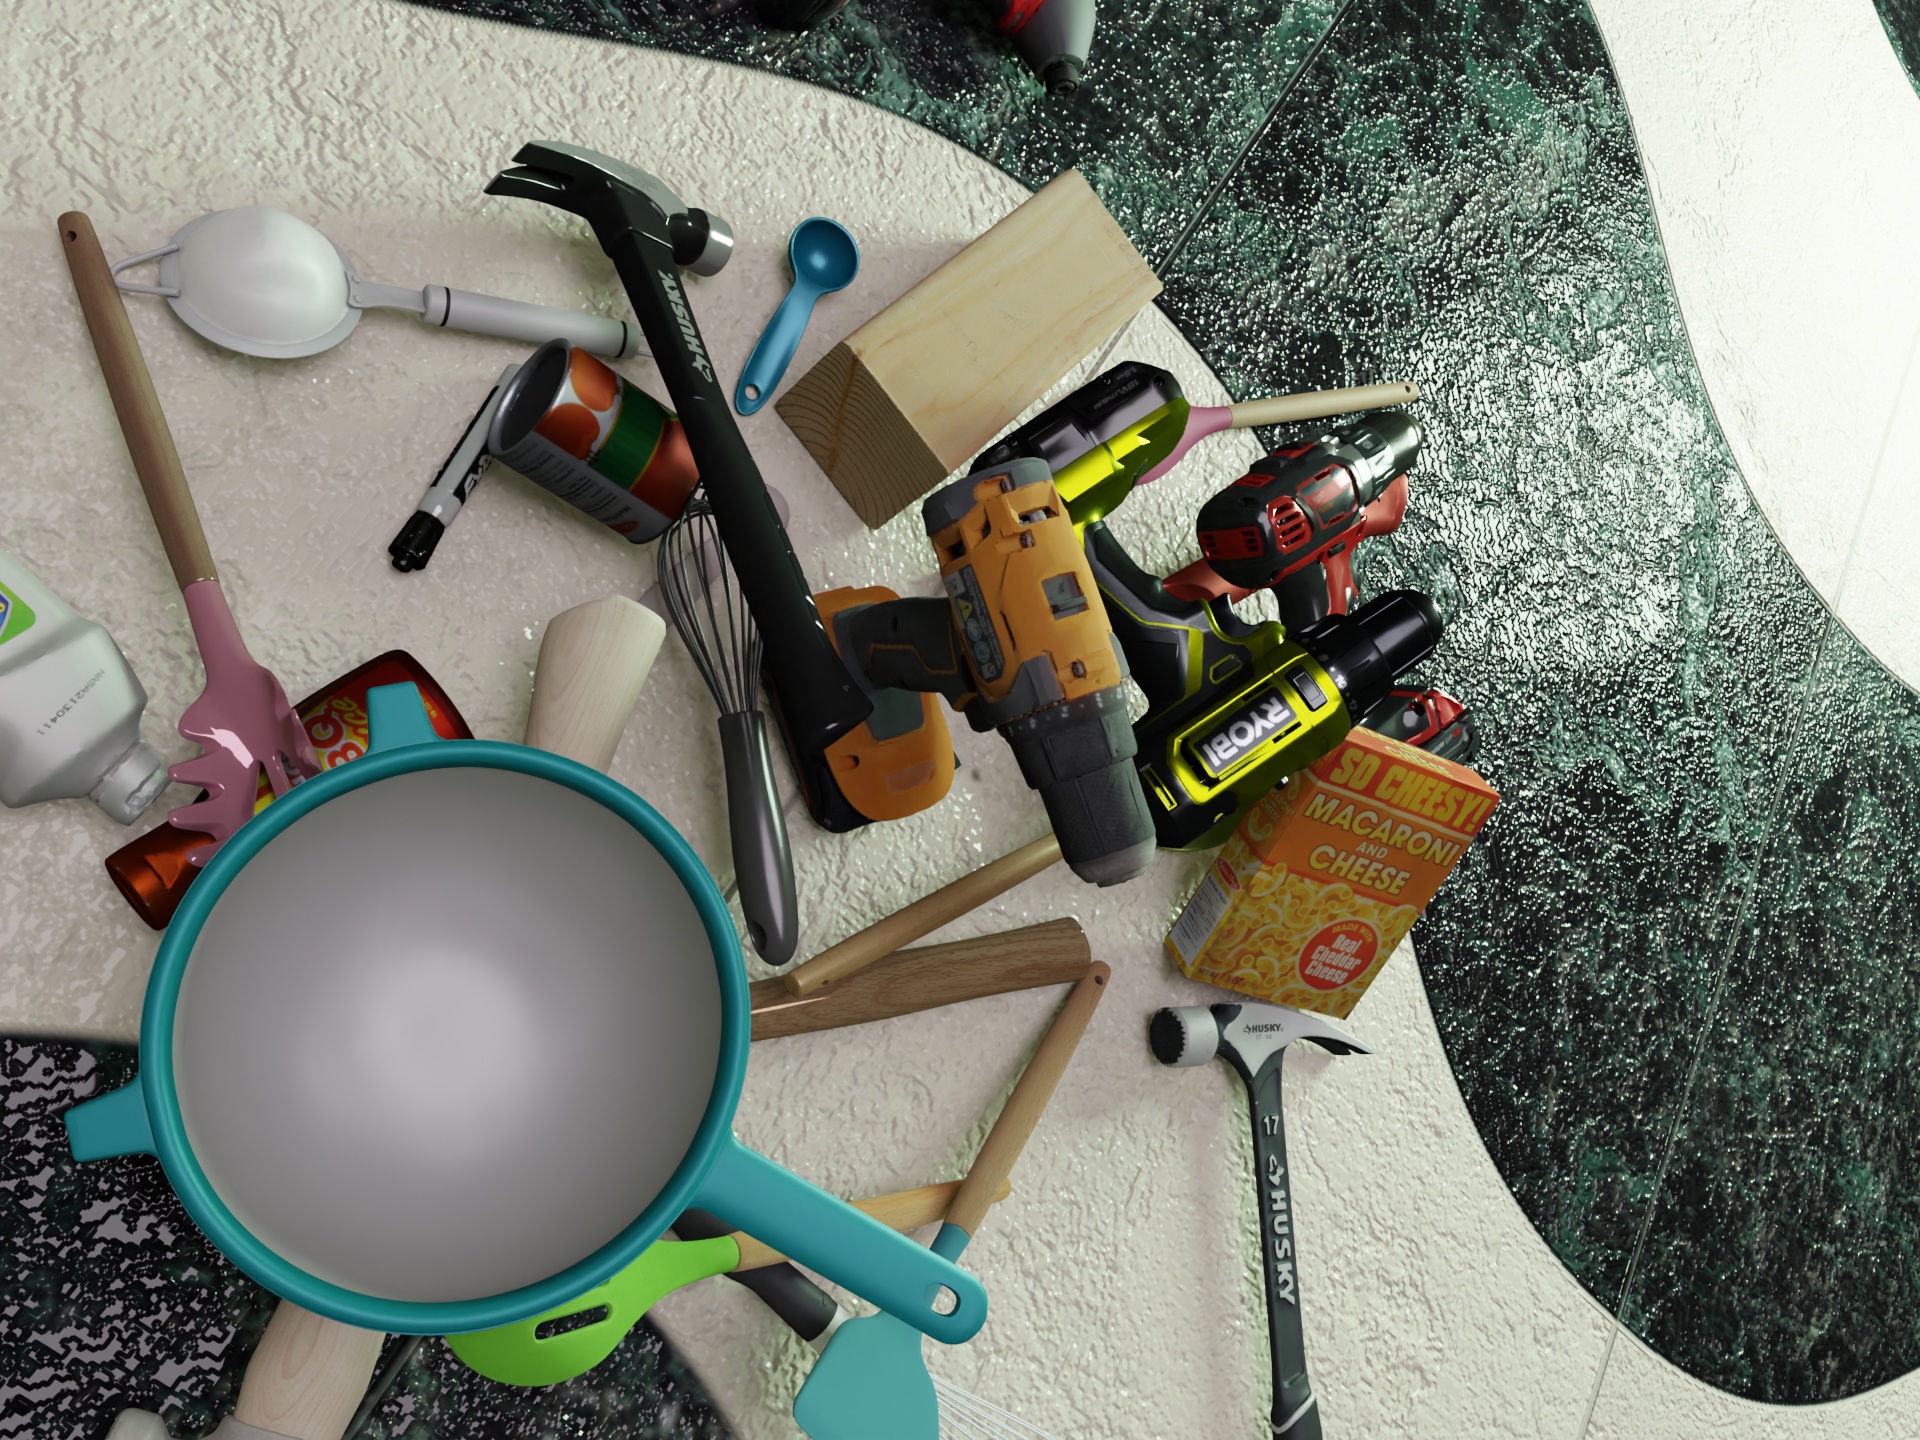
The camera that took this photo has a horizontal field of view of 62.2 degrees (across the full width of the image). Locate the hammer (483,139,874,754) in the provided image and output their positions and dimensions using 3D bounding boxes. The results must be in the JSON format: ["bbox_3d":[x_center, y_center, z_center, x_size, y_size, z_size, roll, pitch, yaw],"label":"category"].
[{"bbox_3d":[-0.118,-0.132,0.739,0.146,0.035,0.335,10,51,-54],"label":"hammer"}]

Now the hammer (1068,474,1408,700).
[{"bbox_3d":[0.156,-0.095,0.987,0.359,0.037,0.149,-30,94,-33],"label":"hammer"}]

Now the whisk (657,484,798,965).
[{"bbox_3d":[-0.109,0.000,0.771,0.055,0.055,0.239,-5,78,-32],"label":"whisk"}]

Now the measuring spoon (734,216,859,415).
[{"bbox_3d":[-0.097,-0.220,0.879,0.042,0.021,0.129,31,73,-22],"label":"measuring spoon"}]

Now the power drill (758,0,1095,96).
[{"bbox_3d":[-0.012,-0.458,0.955,0.219,0.078,0.143,-3,80,-35],"label":"power drill"}]

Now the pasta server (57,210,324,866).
[{"bbox_3d":[-0.326,-0.080,0.656,0.060,0.040,0.316,-25,78,2],"label":"pasta server"}]

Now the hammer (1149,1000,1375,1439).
[{"bbox_3d":[0.187,0.364,0.890,0.149,0.036,0.409,4,76,-32],"label":"hammer"}]

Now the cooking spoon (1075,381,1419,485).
[{"bbox_3d":[0.192,-0.202,1.046,0.319,0.017,0.069,-14,86,-33],"label":"cooking spoon"}]

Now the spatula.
[{"bbox_3d":[0.016,0.229,0.781,0.082,0.044,0.318,42,48,-7],"label":"spatula"}]

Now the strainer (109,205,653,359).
[{"bbox_3d":[-0.259,-0.202,0.759,0.258,0.050,0.087,3,62,-34],"label":"strainer"}]

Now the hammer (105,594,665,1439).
[{"bbox_3d":[-0.203,0.137,0.675,0.146,0.038,0.411,23,70,-14],"label":"hammer"}]

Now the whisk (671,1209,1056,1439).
[{"bbox_3d":[-0.038,0.311,0.756,0.284,0.070,0.070,45,59,-8],"label":"whisk"}]

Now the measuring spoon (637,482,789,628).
[{"bbox_3d":[-0.129,-0.081,0.818,0.034,0.018,0.124,48,59,-13],"label":"measuring spoon"}]

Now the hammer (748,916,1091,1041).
[{"bbox_3d":[-0.074,0.136,0.789,0.331,0.031,0.130,-6,81,-33],"label":"hammer"}]

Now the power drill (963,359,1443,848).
[{"bbox_3d":[0.124,-0.071,0.843,0.190,0.080,0.228,-34,80,-6],"label":"power drill"}]

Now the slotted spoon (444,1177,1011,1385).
[{"bbox_3d":[-0.084,0.233,0.718,0.313,0.031,0.070,5,65,-47],"label":"slotted spoon"}]

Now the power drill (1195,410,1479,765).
[{"bbox_3d":[0.244,-0.069,0.976,0.188,0.080,0.226,-33,110,-34],"label":"power drill"}]

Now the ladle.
[{"bbox_3d":[0.043,0.083,0.837,0.320,0.078,0.062,-23,60,-39],"label":"ladle"}]

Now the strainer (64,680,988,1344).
[{"bbox_3d":[-0.142,0.152,0.627,0.340,0.095,0.211,34,70,-14],"label":"strainer"}]

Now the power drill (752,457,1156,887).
[{"bbox_3d":[-0.001,-0.002,0.751,0.084,0.226,0.185,-19,88,-33],"label":"power drill"}]
